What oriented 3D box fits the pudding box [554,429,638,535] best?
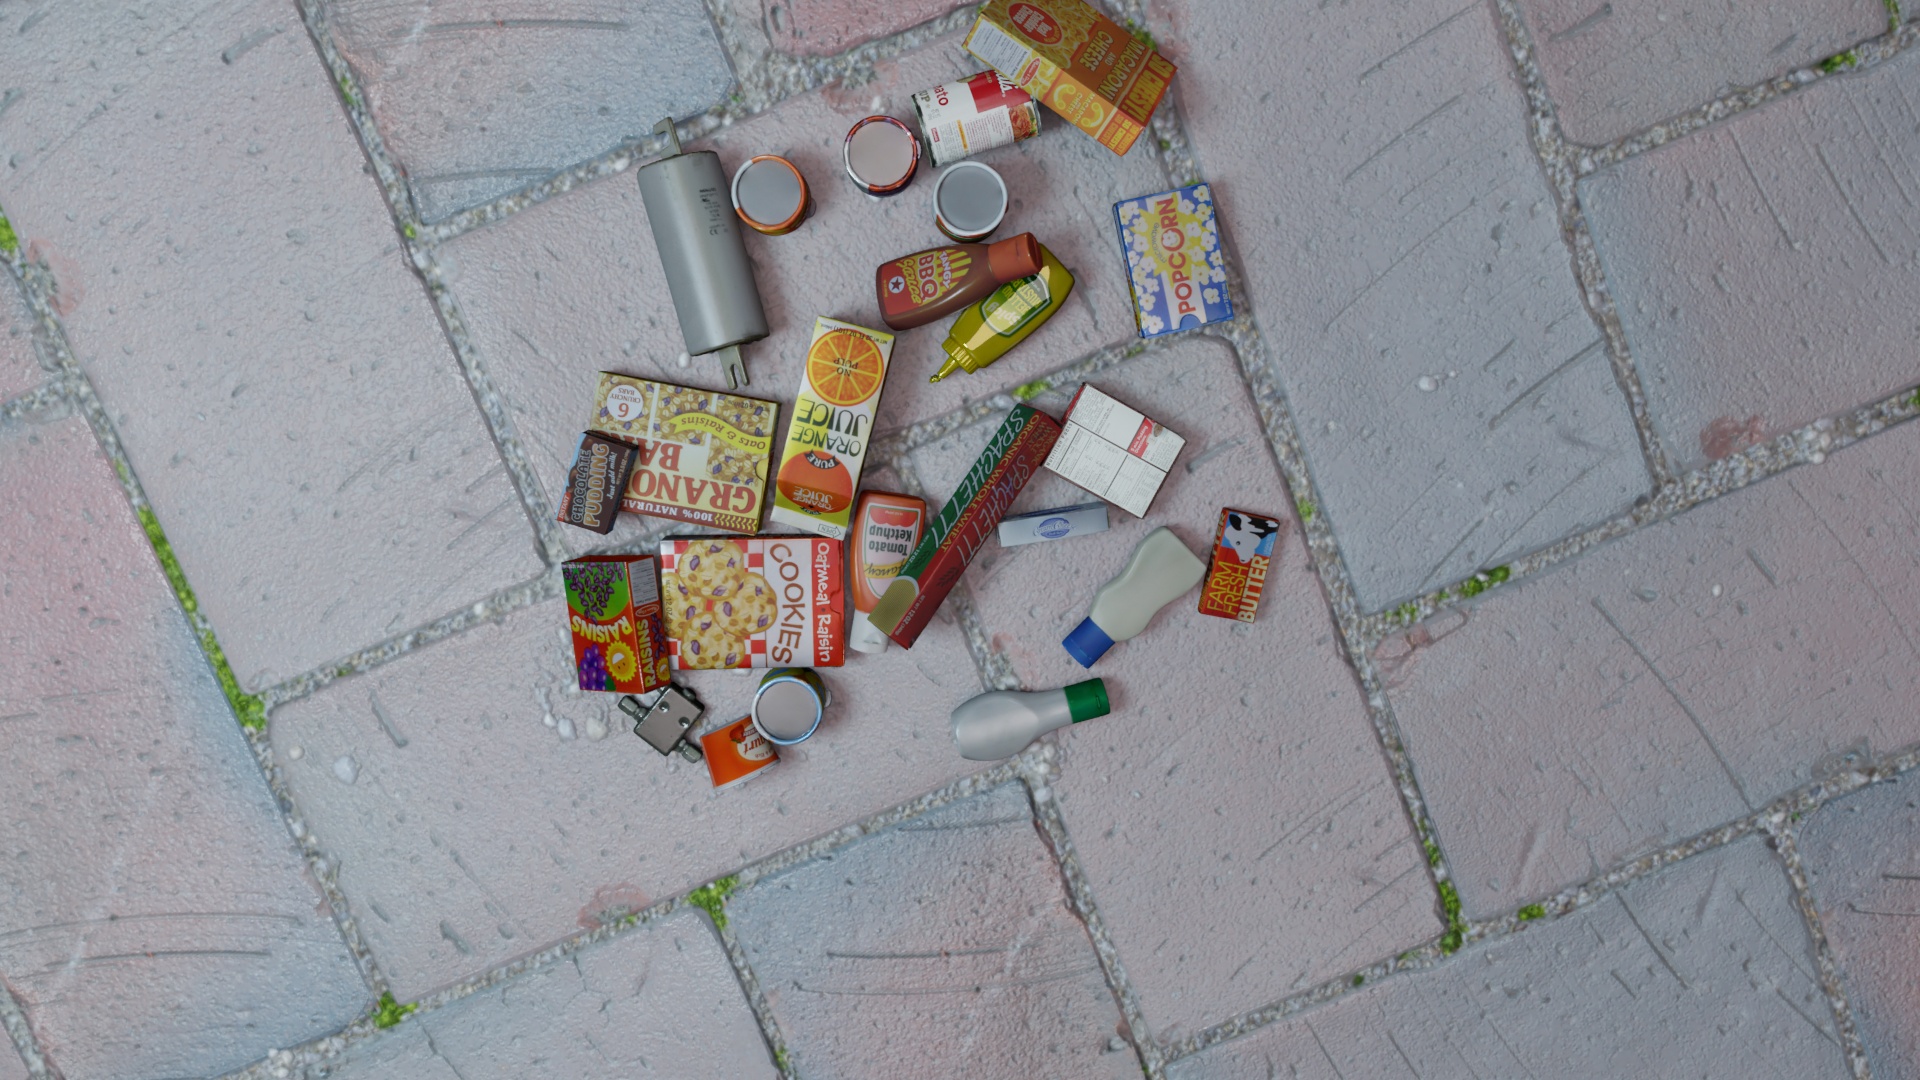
[{"bbox_3d":[-0.325,-0.052,1.239,0.050,0.030,0.083,19,97,-3],"label":"pudding box"}]

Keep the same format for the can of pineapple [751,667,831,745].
[{"bbox_3d":[-0.158,0.152,1.297,0.071,0.058,0.071,0,97,-2],"label":"can of pineapple"}]

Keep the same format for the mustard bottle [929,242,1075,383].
[{"bbox_3d":[0.031,-0.198,1.263,0.065,0.049,0.160,45,94,-3],"label":"mustard bottle"}]

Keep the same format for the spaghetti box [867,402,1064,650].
[{"bbox_3d":[0.005,-0.016,1.263,0.028,0.050,0.250,38,84,-34],"label":"spaghetti box"}]

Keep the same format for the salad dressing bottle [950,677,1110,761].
[{"bbox_3d":[0.066,0.166,1.315,0.148,0.044,0.064,-15,96,-1],"label":"salad dressing bottle"}]

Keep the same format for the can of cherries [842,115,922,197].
[{"bbox_3d":[-0.068,-0.343,1.236,0.071,0.058,0.071,0,98,-1],"label":"can of cherries"}]

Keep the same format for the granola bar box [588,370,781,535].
[{"bbox_3d":[-0.256,-0.080,1.273,0.166,0.039,0.124,10,97,-3],"label":"granola bar box"}]

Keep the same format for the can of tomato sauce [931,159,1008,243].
[{"bbox_3d":[0.009,-0.299,1.232,0.071,0.083,0.071,0,98,-1],"label":"can of tomato sauce"}]

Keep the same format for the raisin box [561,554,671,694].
[{"bbox_3d":[-0.315,0.076,1.273,0.086,0.040,0.123,-2,99,31],"label":"raisin box"}]

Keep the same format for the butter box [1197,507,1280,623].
[{"bbox_3d":[0.262,0.024,1.312,0.053,0.024,0.103,13,97,-4],"label":"butter box"}]

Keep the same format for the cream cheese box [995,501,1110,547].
[{"bbox_3d":[0.084,-0.015,1.286,0.104,0.053,0.024,-9,96,-1],"label":"cream cheese box"}]

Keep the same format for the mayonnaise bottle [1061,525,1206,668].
[{"bbox_3d":[0.159,0.057,1.305,0.065,0.041,0.148,45,95,-5],"label":"mayonnaise bottle"}]

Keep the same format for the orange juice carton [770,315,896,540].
[{"bbox_3d":[-0.116,-0.101,1.257,0.072,0.073,0.192,15,96,-3],"label":"orange juice carton"}]

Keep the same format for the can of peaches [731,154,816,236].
[{"bbox_3d":[-0.166,-0.307,1.237,0.071,0.058,0.071,0,97,-1],"label":"can of peaches"}]

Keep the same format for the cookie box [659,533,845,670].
[{"bbox_3d":[-0.191,0.056,1.292,0.167,0.040,0.122,-1,98,-2],"label":"cookie box"}]

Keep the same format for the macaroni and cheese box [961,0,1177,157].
[{"bbox_3d":[0.097,-0.419,1.205,0.166,0.124,0.040,33,137,-6],"label":"macaroni and cheese box"}]

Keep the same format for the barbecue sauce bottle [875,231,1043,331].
[{"bbox_3d":[-0.001,-0.234,1.231,0.148,0.043,0.065,-13,72,23],"label":"barbecue sauce bottle"}]

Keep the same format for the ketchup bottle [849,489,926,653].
[{"bbox_3d":[-0.074,0.029,1.291,0.065,0.043,0.148,8,98,-13],"label":"ketchup bottle"}]

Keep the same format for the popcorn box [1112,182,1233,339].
[{"bbox_3d":[0.193,-0.255,1.267,0.085,0.038,0.126,-13,97,-1],"label":"popcorn box"}]

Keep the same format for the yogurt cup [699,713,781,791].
[{"bbox_3d":[-0.209,0.197,1.299,0.072,0.072,0.054,-24,90,1],"label":"yogurt cup"}]
